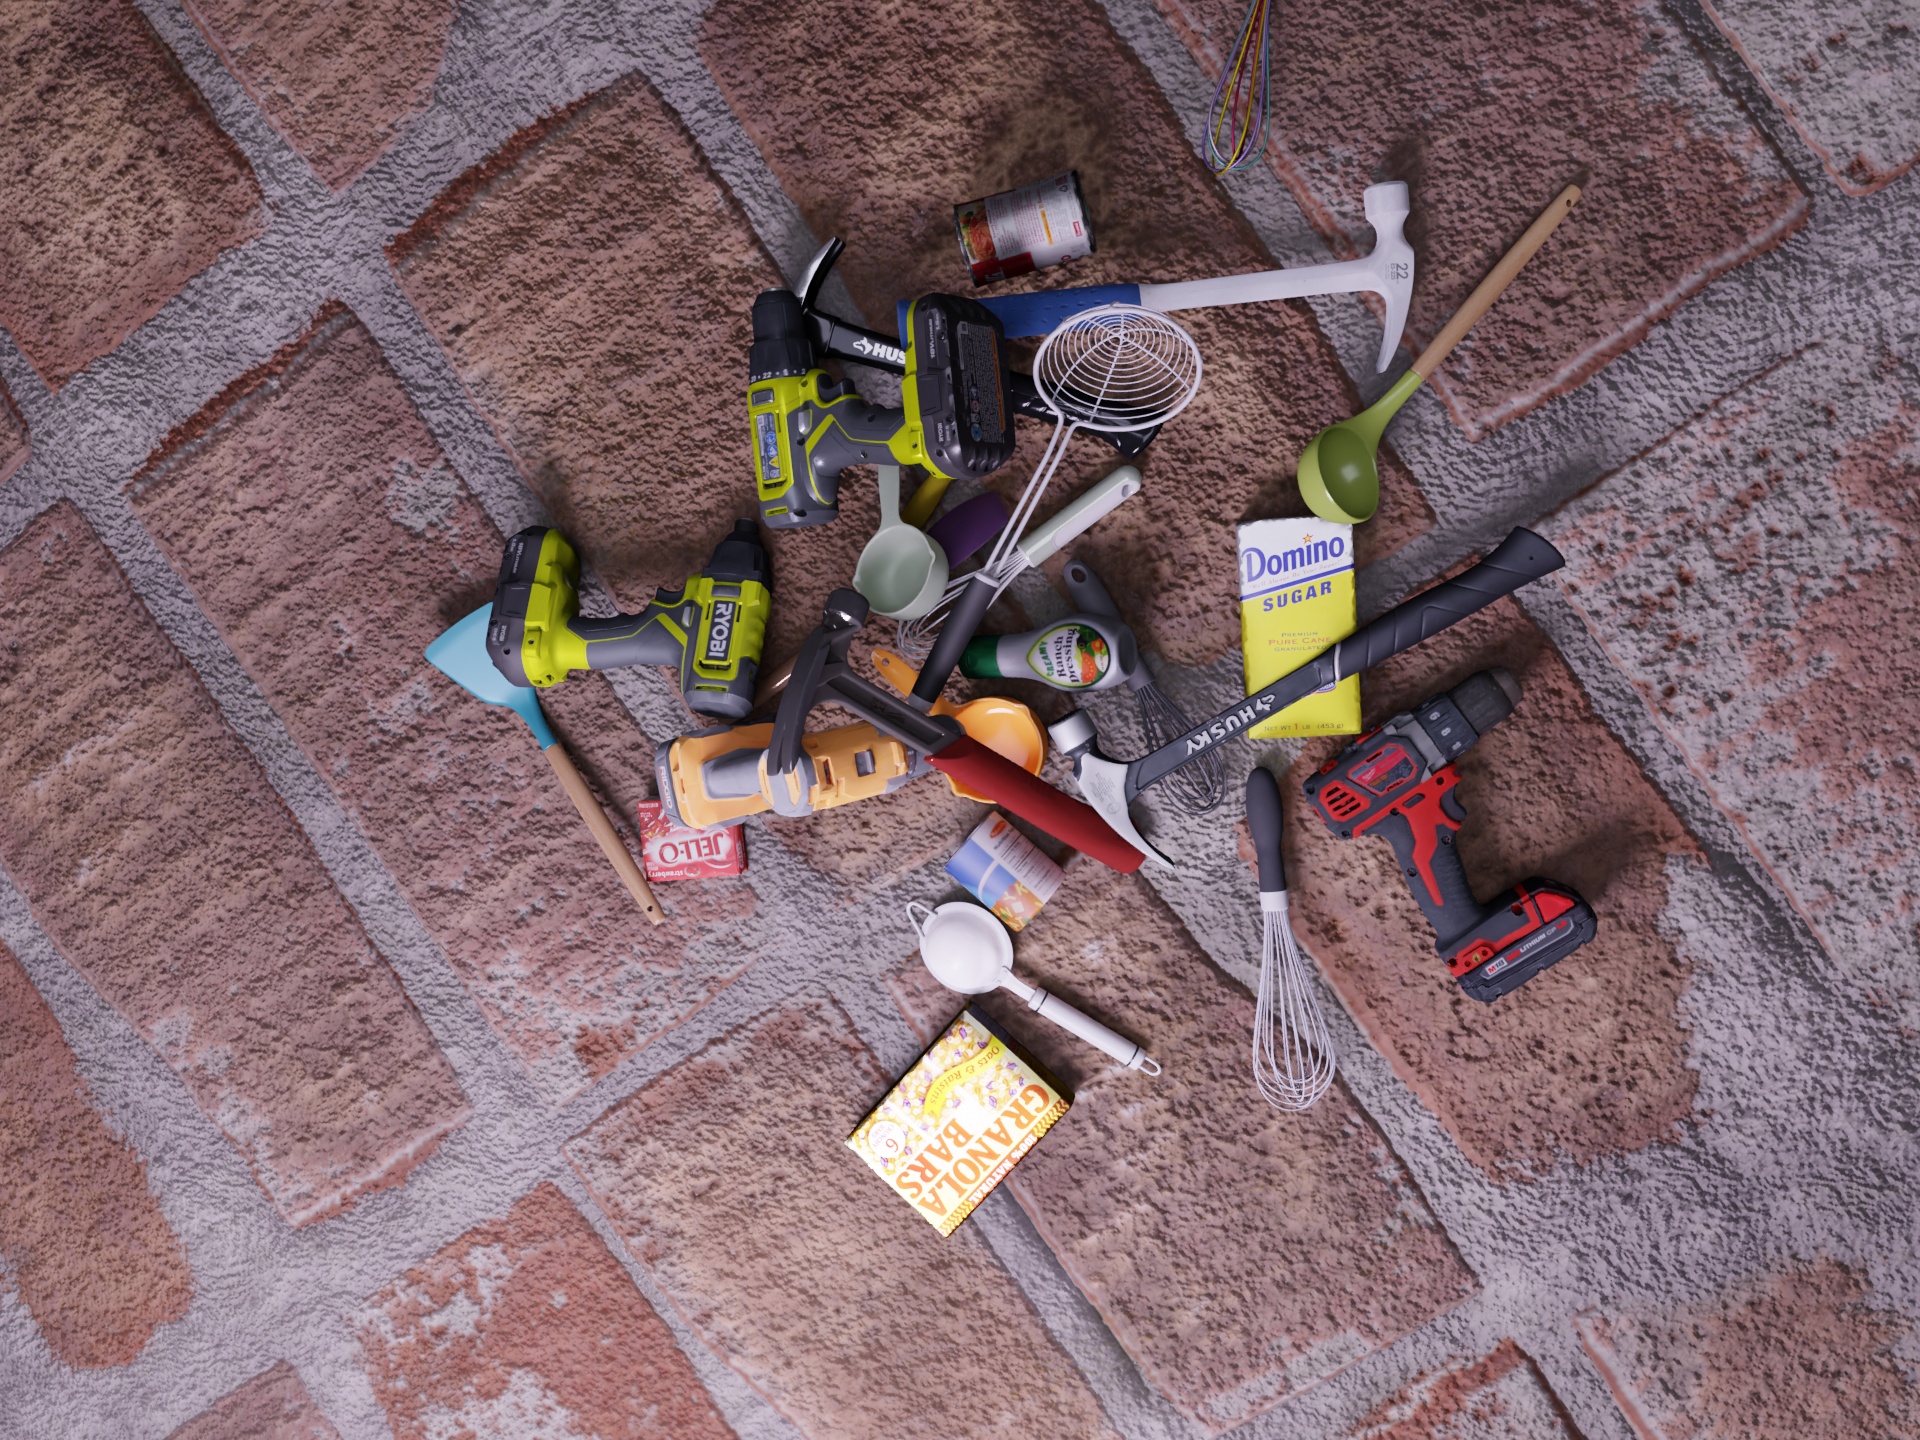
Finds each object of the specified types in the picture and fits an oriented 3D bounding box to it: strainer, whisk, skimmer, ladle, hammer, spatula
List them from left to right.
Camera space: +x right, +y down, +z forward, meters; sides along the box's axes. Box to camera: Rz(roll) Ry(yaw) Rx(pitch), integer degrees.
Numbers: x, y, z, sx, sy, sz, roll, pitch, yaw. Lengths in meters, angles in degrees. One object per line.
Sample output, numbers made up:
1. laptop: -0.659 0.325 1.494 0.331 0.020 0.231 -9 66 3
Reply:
1. spatula: -0.351 0.046 1.398 0.082 0.044 0.317 -35 82 3
2. spatula: -0.088 -0.089 1.352 0.316 0.018 0.060 -37 46 15
3. hammer: 0.007 -0.288 1.311 0.335 0.035 0.146 18 100 8
4. hammer: 0.013 0.045 1.234 0.358 0.037 0.149 32 66 -33
5. whisk: 0.048 -0.131 1.316 0.246 0.057 0.059 -36 52 8
6. strainer: 0.059 0.234 1.358 0.258 0.050 0.086 31 116 2
7. skimmer: 0.058 -0.155 1.240 0.127 0.090 0.363 23 104 -26
8. whisk: 0.148 -0.028 1.311 0.055 0.055 0.239 -30 86 12
9. hammer: 0.154 -0.328 1.258 0.405 0.035 0.144 -6 96 4
10. whisk: 0.234 -0.547 1.238 0.051 0.047 0.245 14 95 10
11. whisk: 0.261 0.179 1.308 0.070 0.070 0.284 -7 90 11
12. hammer: 0.280 -0.031 1.242 0.409 0.036 0.149 -30 92 8
13. ladle: 0.374 -0.283 1.220 0.078 0.062 0.320 39 93 -26

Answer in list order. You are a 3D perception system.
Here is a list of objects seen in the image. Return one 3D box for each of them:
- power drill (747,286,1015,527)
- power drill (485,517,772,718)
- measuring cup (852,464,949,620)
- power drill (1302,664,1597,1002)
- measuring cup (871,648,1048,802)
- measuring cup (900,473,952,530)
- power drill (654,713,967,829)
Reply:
1. power drill: -0.076 -0.258 1.242 0.228 0.080 0.190 -4 93 37
2. power drill: -0.274 -0.096 1.352 0.223 0.080 0.171 4 73 7
3. measuring cup: -0.047 -0.161 1.308 0.083 0.038 0.168 -15 68 31
4. power drill: 0.408 0.086 1.261 0.188 0.080 0.227 -37 86 12
5. measuring cup: -0.002 -0.004 1.337 0.174 0.052 0.095 40 102 8
6. measuring cup: -0.018 -0.198 1.310 0.062 0.029 0.156 34 116 -5
7. power drill: -0.121 0.033 1.295 0.226 0.185 0.084 -6 96 49
